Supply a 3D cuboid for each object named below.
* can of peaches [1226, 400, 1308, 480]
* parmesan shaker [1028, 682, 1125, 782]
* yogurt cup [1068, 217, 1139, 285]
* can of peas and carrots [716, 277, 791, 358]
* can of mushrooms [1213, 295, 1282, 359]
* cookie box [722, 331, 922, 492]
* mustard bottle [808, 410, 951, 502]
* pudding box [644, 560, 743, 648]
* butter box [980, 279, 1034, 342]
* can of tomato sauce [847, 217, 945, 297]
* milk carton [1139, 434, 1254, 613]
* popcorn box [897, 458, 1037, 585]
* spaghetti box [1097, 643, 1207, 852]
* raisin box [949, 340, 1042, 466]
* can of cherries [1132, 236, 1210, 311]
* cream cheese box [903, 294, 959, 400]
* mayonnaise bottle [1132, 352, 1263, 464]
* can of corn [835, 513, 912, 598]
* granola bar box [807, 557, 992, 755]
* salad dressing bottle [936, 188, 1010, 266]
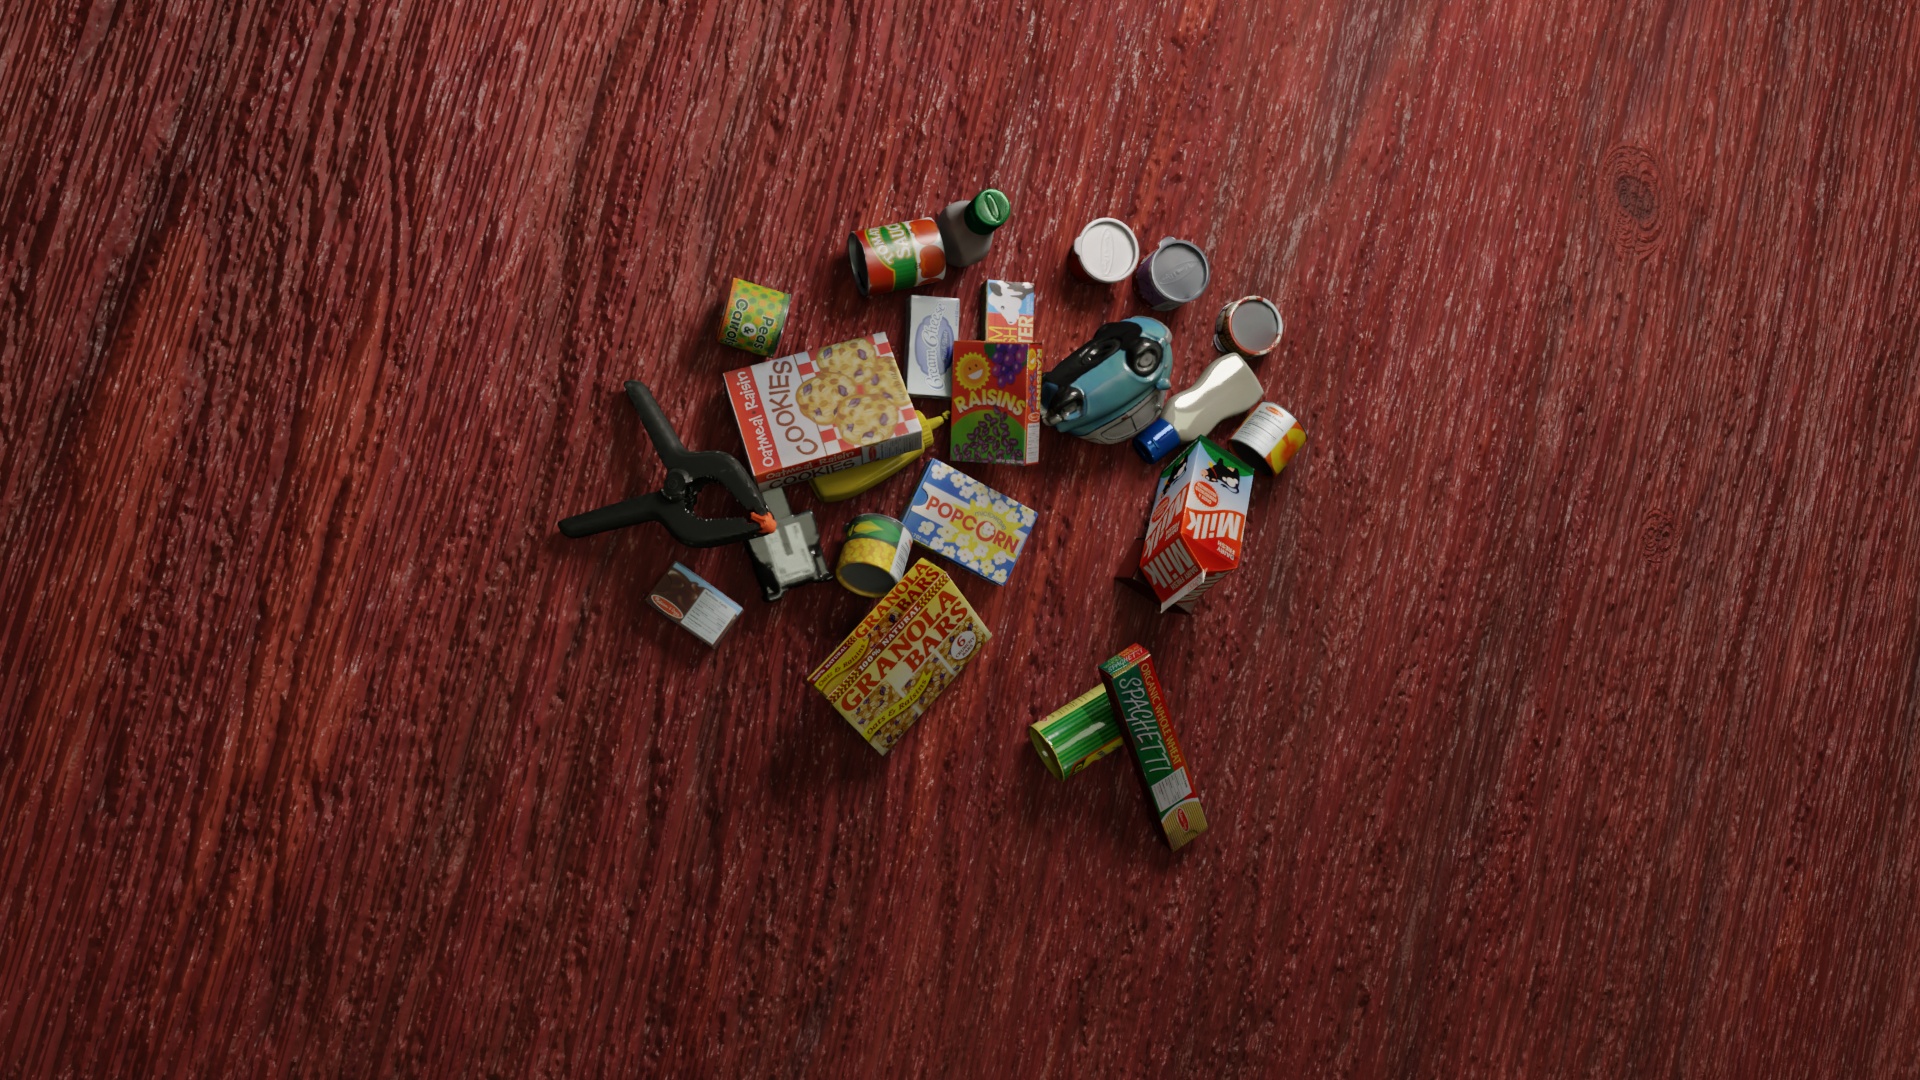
[{"bbox_3d":[0.331,-0.106,1.497,0.071,0.071,0.058,44,79,-10],"label":"can of peaches"},{"bbox_3d":[0.131,0.194,1.431,0.103,0.071,0.071,-29,96,-14],"label":"parmesan shaker"},{"bbox_3d":[0.147,-0.300,1.460,0.072,0.054,0.072,0,89,-15],"label":"yogurt cup"},{"bbox_3d":[-0.203,-0.216,1.358,0.059,0.071,0.071,15,85,-13],"label":"can of peas and carrots"},{"bbox_3d":[0.313,-0.230,1.512,0.071,0.033,0.071,0,89,-15],"label":"can of mushrooms"},{"bbox_3d":[-0.136,-0.126,1.357,0.168,0.040,0.123,-16,64,-10],"label":"cookie box"},{"bbox_3d":[-0.079,-0.093,1.397,0.161,0.048,0.065,-25,86,-14],"label":"mustard bottle"},{"bbox_3d":[-0.259,0.062,1.355,0.083,0.030,0.050,36,81,-11],"label":"pudding box"},{"bbox_3d":[0.048,-0.218,1.447,0.053,0.024,0.103,1,88,-14],"label":"butter box"},{"bbox_3d":[-0.064,-0.287,1.397,0.083,0.071,0.071,-15,92,-15],"label":"can of tomato sauce"},{"bbox_3d":[0.240,-0.011,1.418,0.073,0.072,0.191,31,47,-12],"label":"milk carton"},{"bbox_3d":[0.005,-0.018,1.423,0.127,0.038,0.085,27,83,-13],"label":"popcorn box"},{"bbox_3d":[0.198,0.214,1.419,0.050,0.029,0.249,-30,121,-14],"label":"spaghetti box"},{"bbox_3d":[0.036,-0.140,1.403,0.086,0.040,0.123,5,99,26],"label":"raisin box"},{"bbox_3d":[0.223,-0.284,1.477,0.071,0.058,0.071,0,89,-14],"label":"can of cherries"},{"bbox_3d":[-0.030,-0.198,1.426,0.053,0.024,0.104,3,87,-13],"label":"cream cheese box"},{"bbox_3d":[0.251,-0.138,1.490,0.148,0.041,0.064,-36,94,-12],"label":"mayonnaise bottle"},{"bbox_3d":[-0.088,0.016,1.374,0.071,0.071,0.058,23,55,-13],"label":"can of corn"},{"bbox_3d":[-0.058,0.115,1.369,0.166,0.039,0.123,-47,138,-11],"label":"granola bar box"},{"bbox_3d":[0.012,-0.312,1.377,0.044,0.147,0.064,-22,95,-14],"label":"salad dressing bottle"}]
